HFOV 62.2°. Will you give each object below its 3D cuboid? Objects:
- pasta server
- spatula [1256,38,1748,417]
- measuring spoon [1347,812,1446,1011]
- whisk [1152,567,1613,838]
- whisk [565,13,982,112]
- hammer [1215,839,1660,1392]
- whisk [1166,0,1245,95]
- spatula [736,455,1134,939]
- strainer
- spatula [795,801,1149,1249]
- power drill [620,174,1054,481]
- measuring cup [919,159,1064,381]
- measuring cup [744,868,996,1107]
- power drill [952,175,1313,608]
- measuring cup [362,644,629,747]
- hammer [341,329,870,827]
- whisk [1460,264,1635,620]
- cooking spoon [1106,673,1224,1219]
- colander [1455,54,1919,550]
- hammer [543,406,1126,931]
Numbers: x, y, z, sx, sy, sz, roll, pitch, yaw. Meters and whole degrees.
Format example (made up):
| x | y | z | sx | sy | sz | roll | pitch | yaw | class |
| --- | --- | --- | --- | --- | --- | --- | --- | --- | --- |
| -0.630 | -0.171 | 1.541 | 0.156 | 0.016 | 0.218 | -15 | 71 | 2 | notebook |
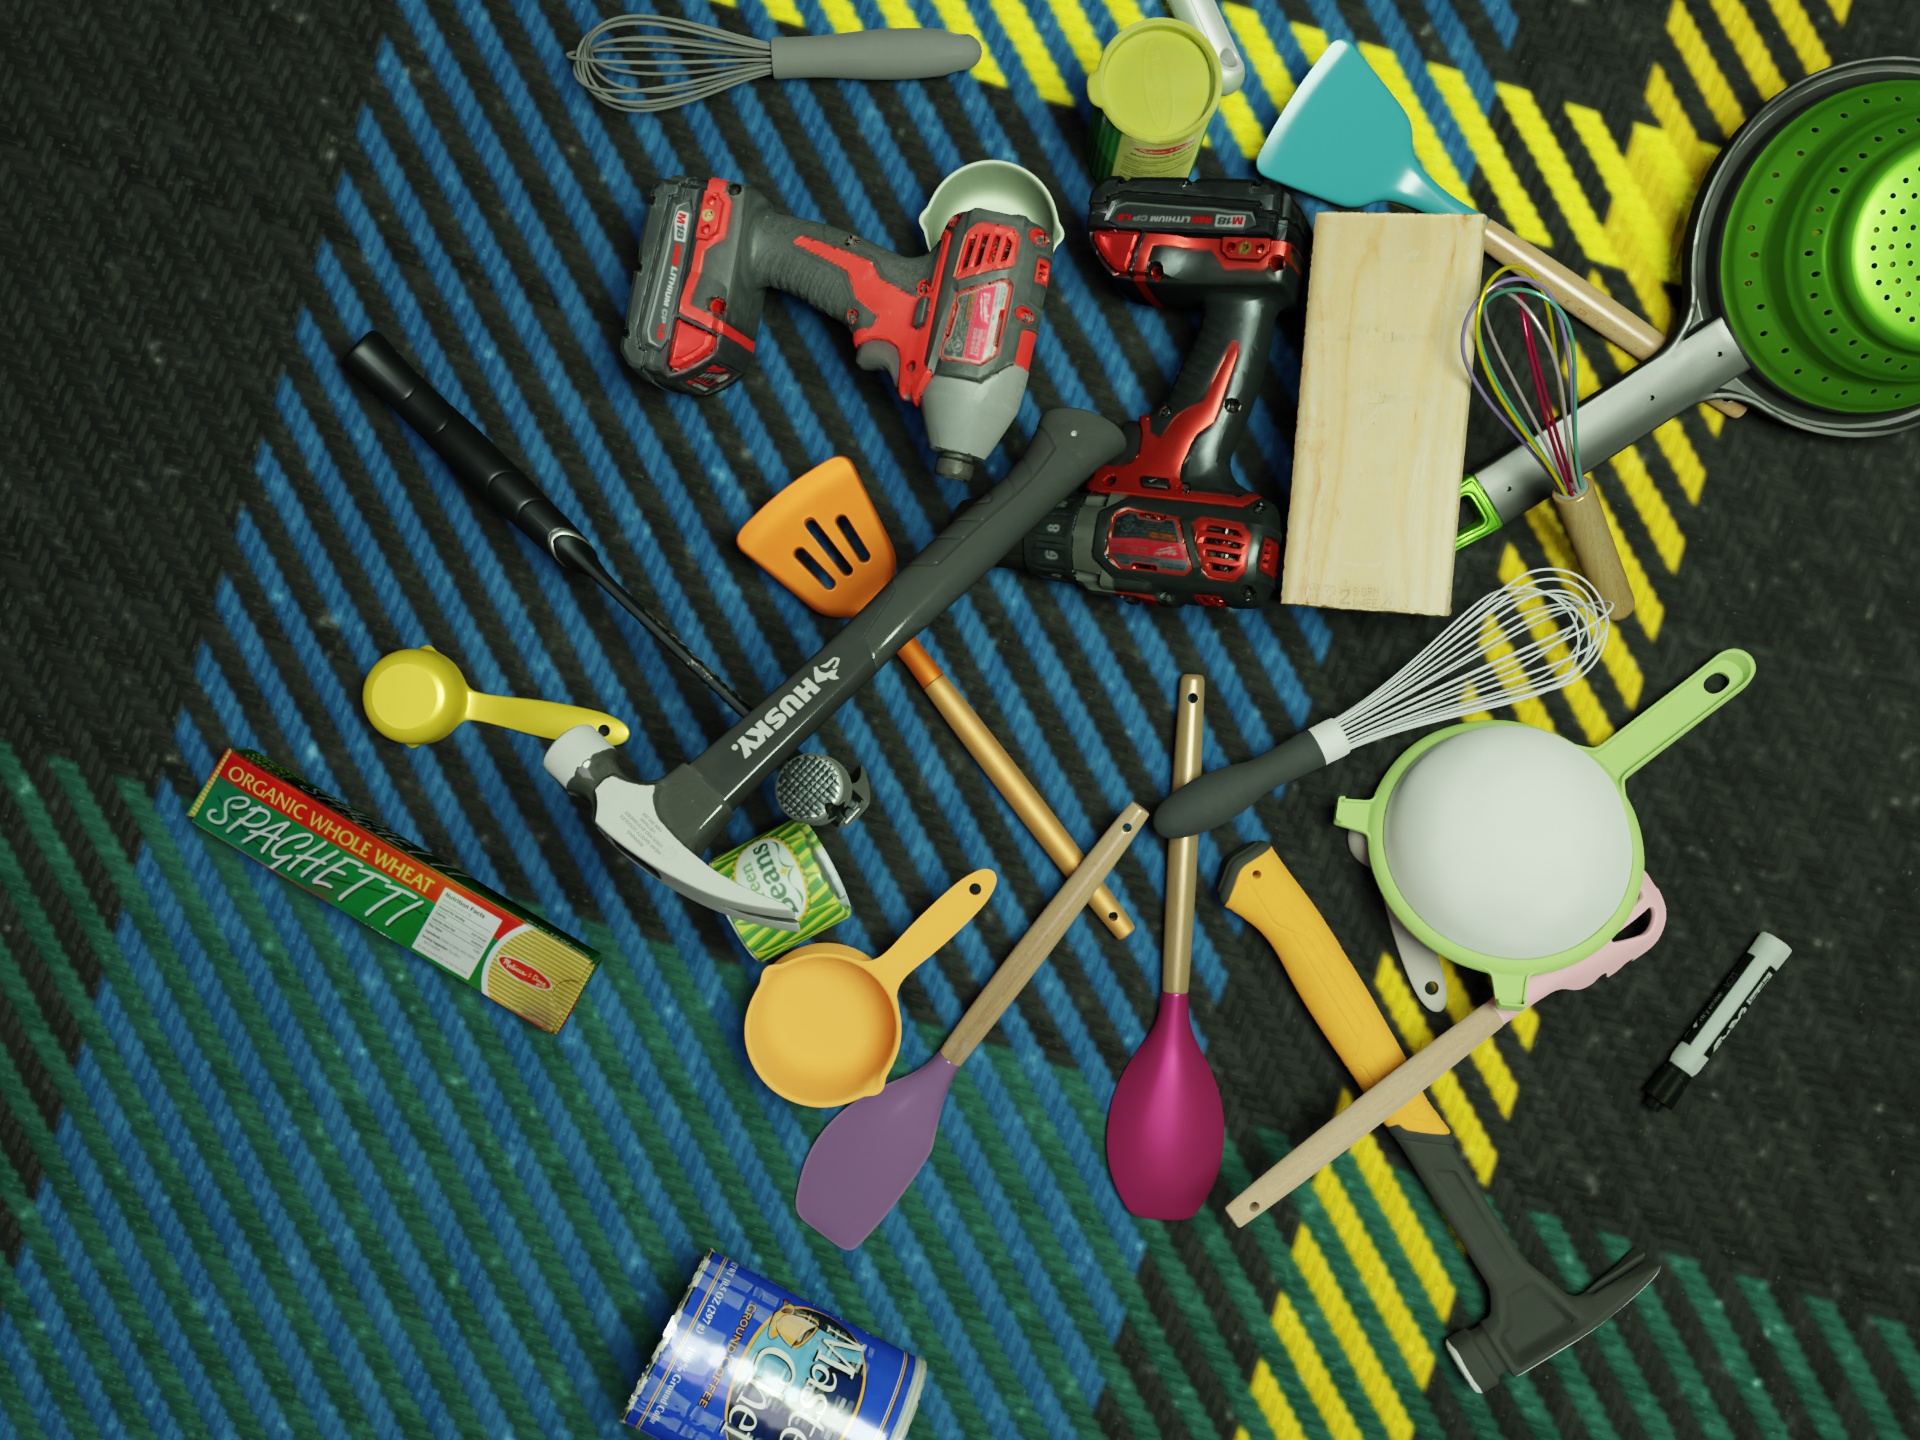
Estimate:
| x | y | z | sx | sy | sz | roll | pitch | yaw | class |
| --- | --- | --- | --- | --- | --- | --- | --- | --- | --- |
| 0.274 | 0.180 | 0.887 | 0.316 | 0.040 | 0.060 | -35 | 87 | -8 | pasta server |
| 0.319 | -0.264 | 0.908 | 0.317 | 0.044 | 0.082 | 34 | 106 | -1 | spatula |
| 0.259 | 0.111 | 0.922 | 0.034 | 0.018 | 0.124 | -20 | 90 | 1 | measuring spoon |
| 0.237 | -0.003 | 0.899 | 0.284 | 0.070 | 0.070 | -27 | 90 | 2 | whisk |
| -0.106 | -0.383 | 0.917 | 0.239 | 0.055 | 0.055 | -3 | 90 | -2 | whisk |
| 0.258 | 0.212 | 0.915 | 0.127 | 0.034 | 0.337 | -33 | 89 | 2 | hammer |
| 0.105 | -0.474 | 0.913 | 0.058 | 0.059 | 0.246 | -27 | 94 | -26 | whisk |
| -0.001 | -0.003 | 0.917 | 0.081 | 0.041 | 0.322 | -38 | 90 | 1 | spatula |
| 0.347 | 0.030 | 0.878 | 0.256 | 0.069 | 0.152 | -35 | 68 | -7 | strainer |
| 0.007 | 0.174 | 0.918 | 0.060 | 0.018 | 0.316 | 37 | 97 | 2 | spatula |
| -0.066 | -0.217 | 0.878 | 0.220 | 0.078 | 0.143 | 12 | 94 | 12 | power drill |
| 0.013 | -0.235 | 0.919 | 0.083 | 0.038 | 0.167 | 6 | 92 | 1 | measuring cup |
| -0.047 | 0.143 | 0.912 | 0.173 | 0.052 | 0.095 | -42 | 94 | -2 | measuring cup |
| 0.097 | -0.179 | 0.887 | 0.188 | 0.080 | 0.227 | 9 | 90 | 23 | power drill |
| -0.272 | -0.005 | 0.927 | 0.156 | 0.029 | 0.062 | 10 | 90 | 3 | measuring cup |
| -0.202 | -0.083 | 0.894 | 0.409 | 0.149 | 0.036 | 42 | 91 | 10 | hammer |
| 0.324 | -0.142 | 0.849 | 0.051 | 0.244 | 0.047 | -6 | 47 | 35 | whisk |
| 0.126 | 0.132 | 0.925 | 0.069 | 0.017 | 0.319 | 3 | 90 | 0 | cooking spoon |
| 0.436 | -0.207 | 0.857 | 0.397 | 0.094 | 0.204 | -33 | 100 | 9 | colander |
| -0.036 | -0.042 | 0.797 | 0.146 | 0.035 | 0.335 | 41 | 73 | 17 | hammer |
